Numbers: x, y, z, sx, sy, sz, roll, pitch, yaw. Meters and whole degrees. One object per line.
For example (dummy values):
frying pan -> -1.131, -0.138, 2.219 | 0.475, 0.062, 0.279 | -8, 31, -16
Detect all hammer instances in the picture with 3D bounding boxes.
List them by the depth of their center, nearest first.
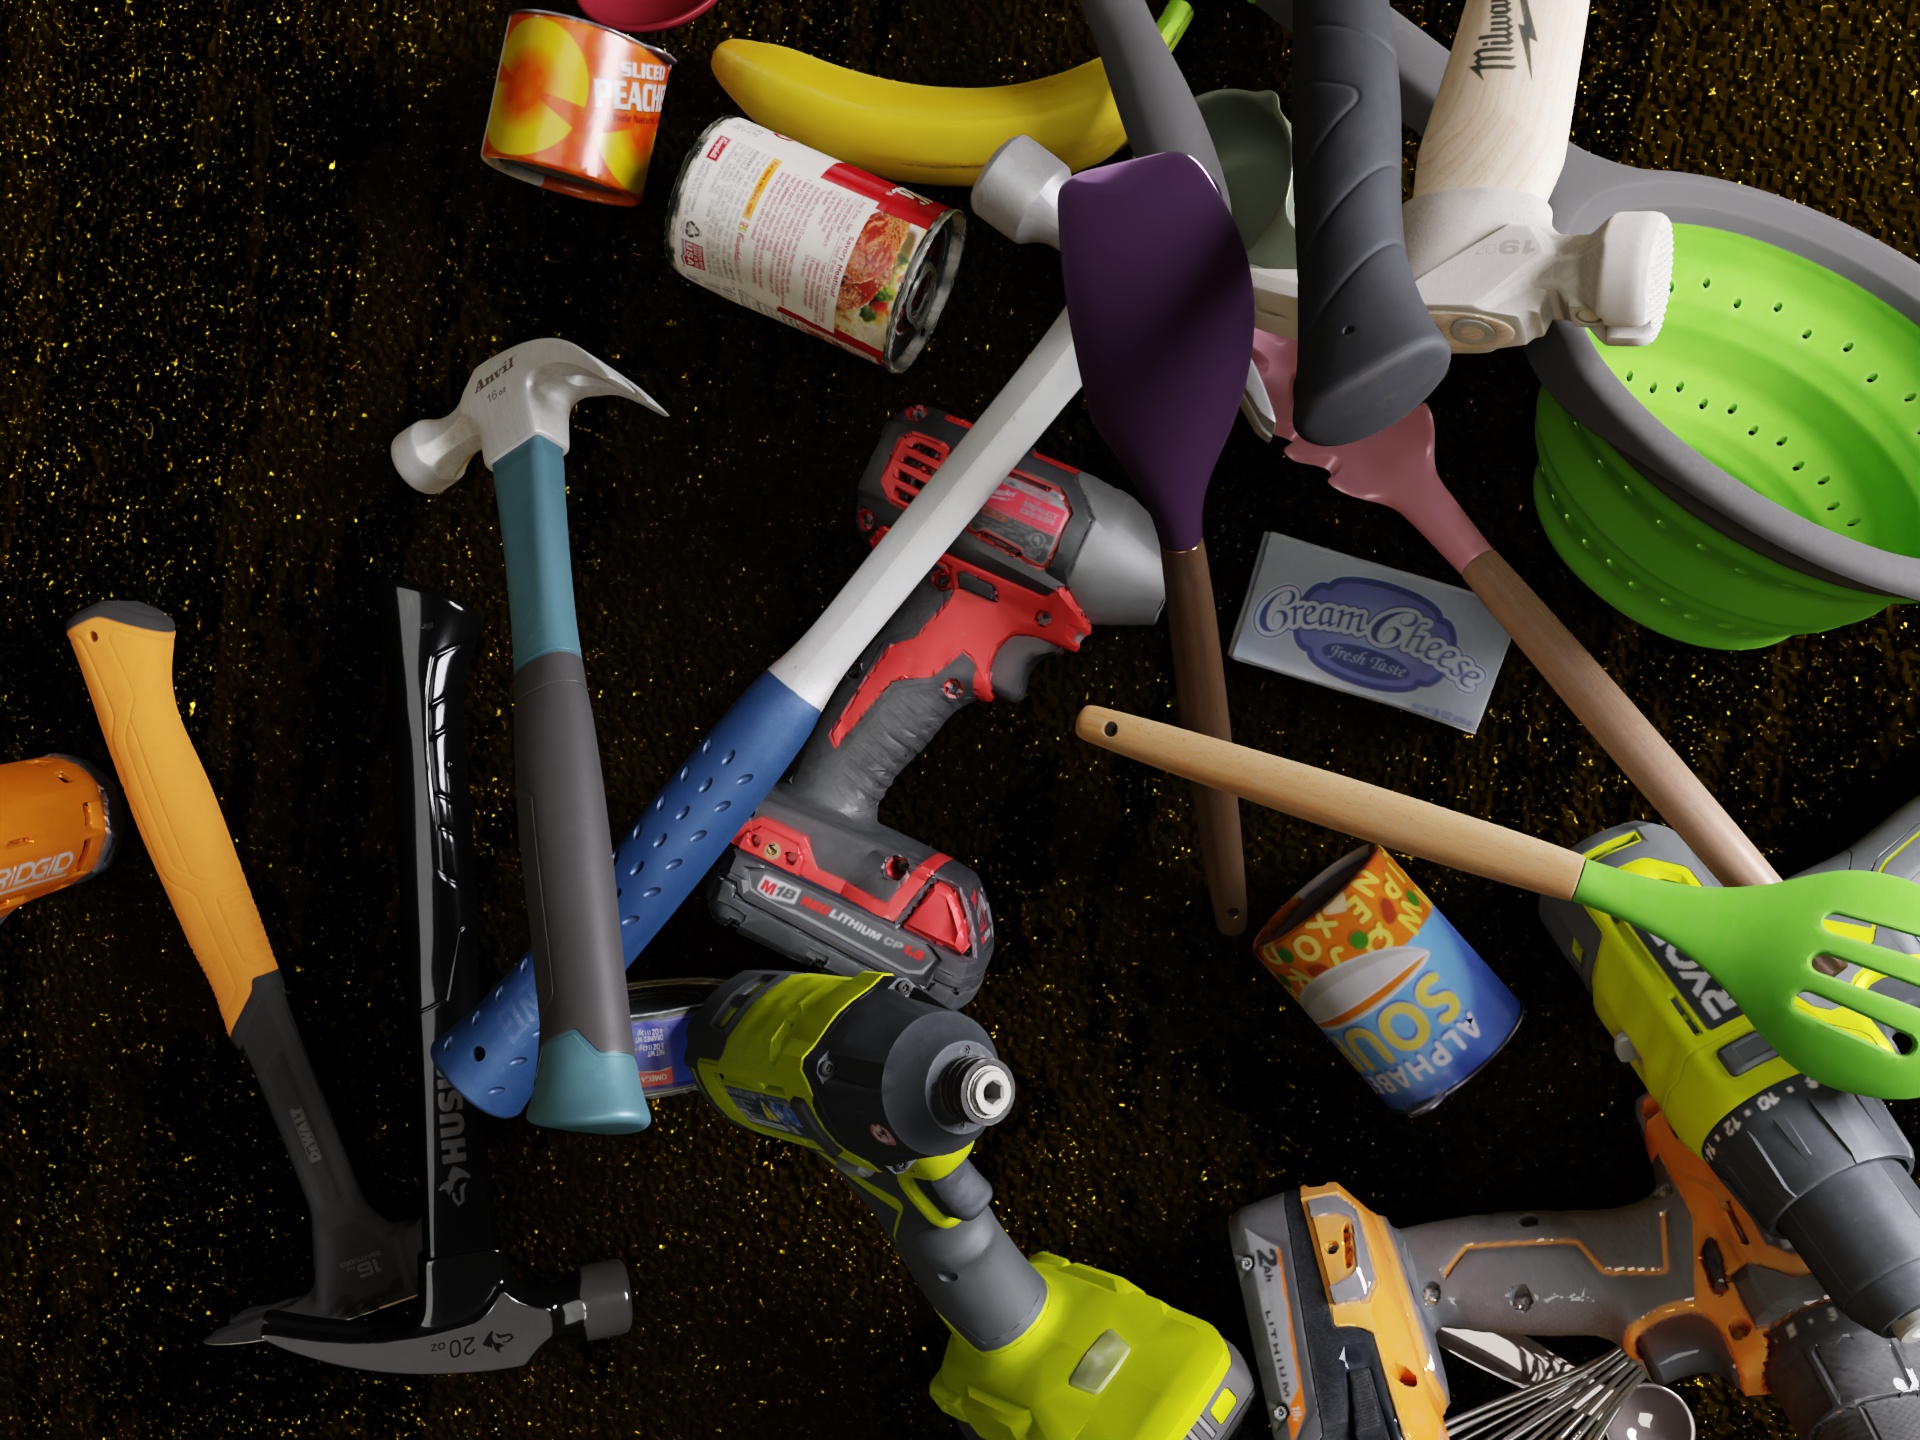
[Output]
hammer -> 0.119, -0.273, 0.527 | 0.149, 0.036, 0.409 | -8, 65, 25
hammer -> 0.199, -0.311, 0.544 | 0.146, 0.038, 0.411 | 9, 74, 31
hammer -> -0.050, -0.016, 0.590 | 0.144, 0.035, 0.405 | 40, 93, 8
hammer -> -0.152, -0.007, 0.590 | 0.128, 0.033, 0.331 | -27, 59, 24
hammer -> -0.226, 0.107, 0.676 | 0.146, 0.035, 0.335 | -4, 88, -21
hammer -> -0.330, 0.109, 0.712 | 0.127, 0.034, 0.337 | -21, 90, 8

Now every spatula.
spatula -> 0.084, -0.042, 0.568 | 0.060, 0.018, 0.315 | -12, 124, 1

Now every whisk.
whisk -> 0.056, -0.284, 0.604 | 0.055, 0.055, 0.239 | -21, 79, 9
whisk -> 0.256, 0.251, 0.616 | 0.246, 0.057, 0.059 | -39, 69, -3

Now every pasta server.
pasta server -> 0.203, -0.039, 0.576 | 0.060, 0.040, 0.316 | -40, 67, 15

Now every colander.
colander -> 0.221, -0.150, 0.585 | 0.204, 0.094, 0.397 | -29, 66, -33

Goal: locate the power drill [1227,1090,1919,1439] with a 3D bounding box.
power drill -> 0.225, 0.230, 0.569 | 0.226, 0.186, 0.084 | -19, 129, 11

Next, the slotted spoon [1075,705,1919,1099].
slotted spoon -> 0.183, 0.048, 0.541 | 0.314, 0.031, 0.070 | 19, 88, 21

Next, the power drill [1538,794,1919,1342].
power drill -> 0.346, 0.086, 0.548 | 0.228, 0.080, 0.191 | -27, 46, 5

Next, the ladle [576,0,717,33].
ladle -> -0.022, -0.359, 0.605 | 0.315, 0.031, 0.069 | -25, 74, 24

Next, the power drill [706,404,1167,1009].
power drill -> -0.001, -0.002, 0.637 | 0.143, 0.078, 0.219 | 24, 94, 6

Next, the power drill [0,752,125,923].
power drill -> -0.458, 0.126, 0.667 | 0.084, 0.164, 0.226 | 27, 99, 5

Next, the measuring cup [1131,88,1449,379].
measuring cup -> 0.126, -0.169, 0.591 | 0.083, 0.038, 0.168 | -51, 57, 19

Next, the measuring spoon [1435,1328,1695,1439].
measuring spoon -> 0.236, 0.264, 0.650 | 0.124, 0.018, 0.034 | 25, 87, 13

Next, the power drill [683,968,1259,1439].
power drill -> 0.007, 0.188, 0.584 | 0.080, 0.171, 0.223 | -44, 109, -29
